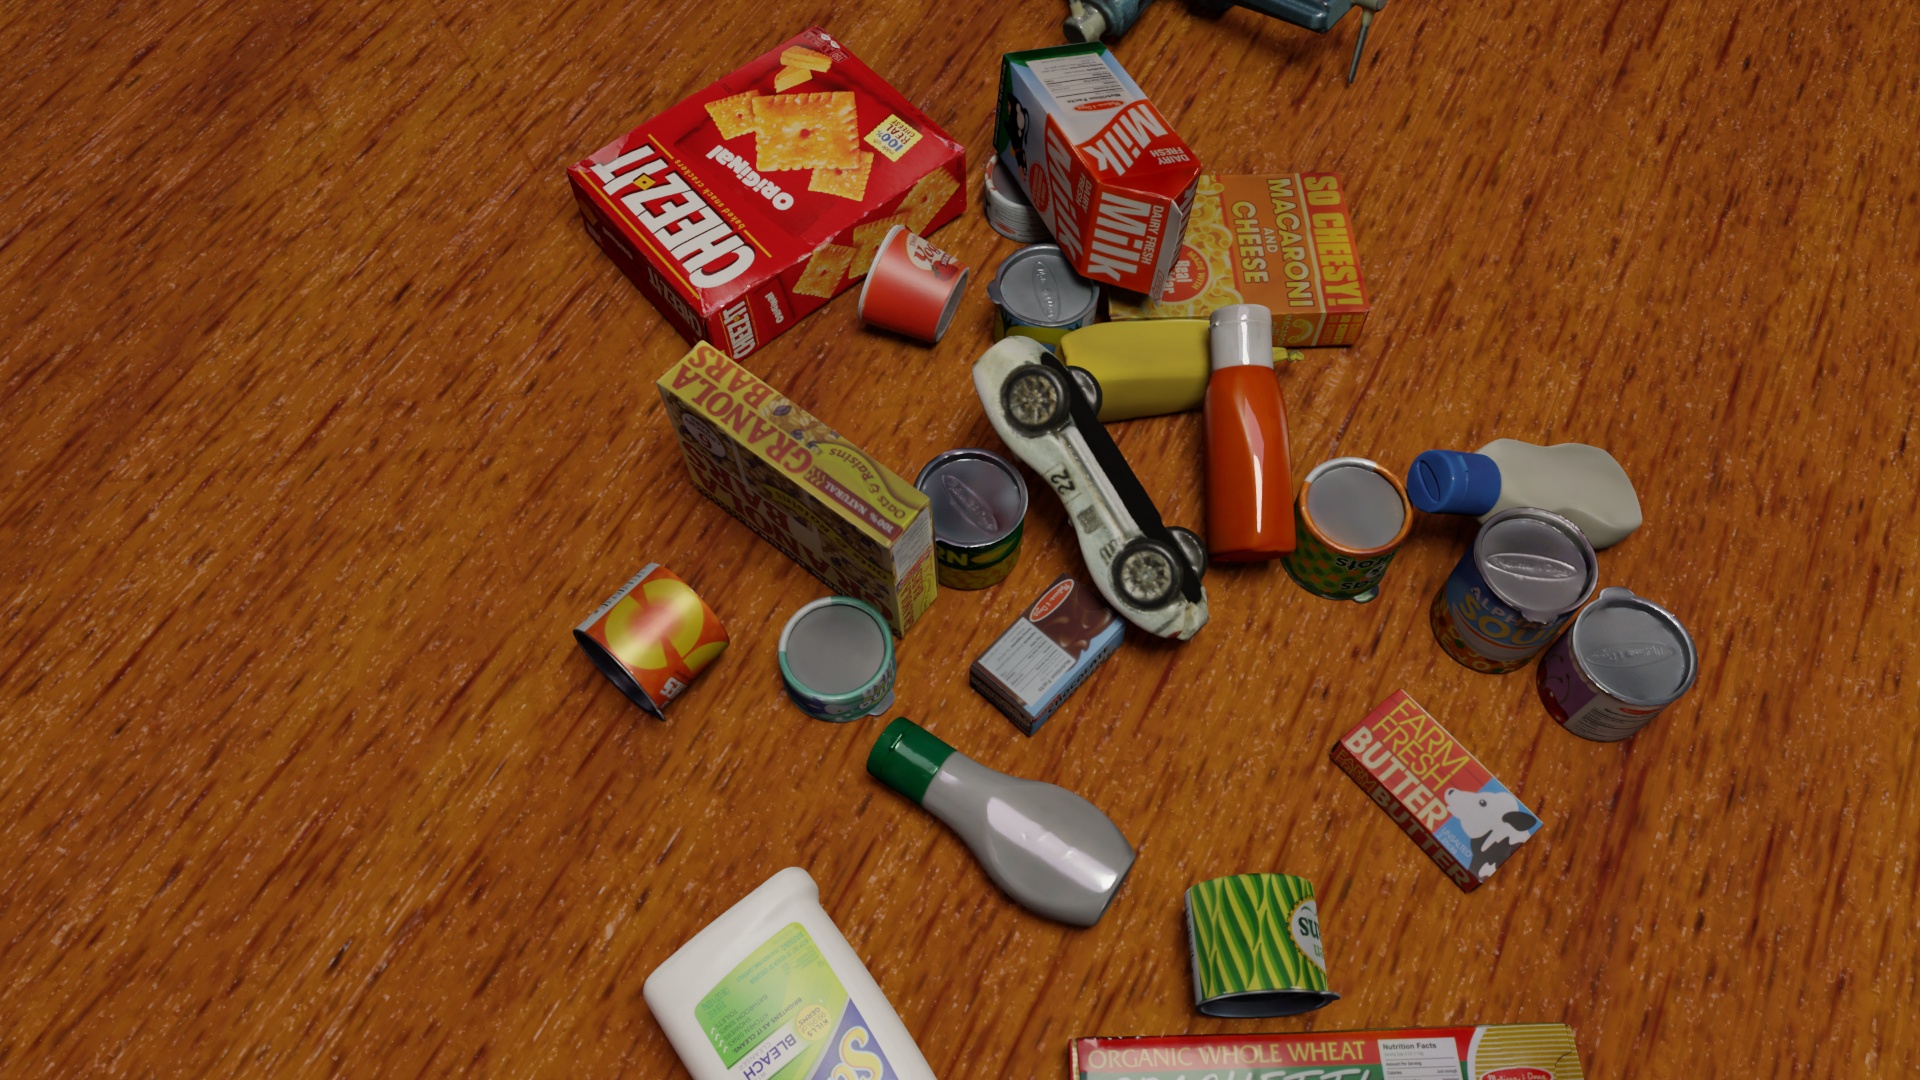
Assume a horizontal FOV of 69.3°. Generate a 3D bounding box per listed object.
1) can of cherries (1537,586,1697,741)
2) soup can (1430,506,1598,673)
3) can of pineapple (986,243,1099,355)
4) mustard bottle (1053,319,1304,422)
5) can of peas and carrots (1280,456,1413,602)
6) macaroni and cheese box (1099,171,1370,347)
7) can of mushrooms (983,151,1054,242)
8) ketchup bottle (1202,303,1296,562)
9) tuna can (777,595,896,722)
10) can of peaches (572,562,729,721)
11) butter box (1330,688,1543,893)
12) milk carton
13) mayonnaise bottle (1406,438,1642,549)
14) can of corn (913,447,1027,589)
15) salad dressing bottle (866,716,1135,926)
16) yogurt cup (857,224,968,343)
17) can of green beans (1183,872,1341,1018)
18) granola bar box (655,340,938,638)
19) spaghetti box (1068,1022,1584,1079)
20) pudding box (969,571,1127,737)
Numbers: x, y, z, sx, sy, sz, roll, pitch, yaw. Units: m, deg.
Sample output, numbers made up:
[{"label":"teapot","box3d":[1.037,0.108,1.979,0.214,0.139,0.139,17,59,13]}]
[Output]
[{"label":"can of cherries","box3d":[0.365,0.070,0.776,0.071,0.058,0.072,0,61,0]},{"label":"soup can","box3d":[0.309,0.032,0.782,0.071,0.083,0.071,0,61,0]},{"label":"can of pineapple","box3d":[0.052,-0.147,0.893,0.071,0.057,0.071,0,61,0]},{"label":"mustard bottle","box3d":[0.139,-0.110,0.874,0.160,0.065,0.049,-7,67,-11]},{"label":"can of peas and carrots","box3d":[0.227,-0.005,0.816,0.071,0.058,0.071,0,61,0]},{"label":"macaroni and cheese box","box3d":[0.176,-0.187,0.927,0.166,0.040,0.124,-1,60,-1]},{"label":"can of mushrooms","box3d":[0.050,-0.244,0.961,0.071,0.033,0.071,0,61,0]},{"label":"ketchup bottle","box3d":[0.167,-0.063,0.819,0.043,0.064,0.149,2,82,-18]},{"label":"tuna can","box3d":[-0.068,0.068,0.786,0.071,0.032,0.071,0,61,0]},{"label":"can of peaches","box3d":[-0.170,0.056,0.774,0.071,0.071,0.058,37,66,18]},{"label":"butter box","box3d":[0.258,0.135,0.758,0.053,0.024,0.104,-36,68,-19]},{"label":"milk carton","box3d":[0.091,-0.232,0.877,0.073,0.072,0.191,-13,51,-17]},{"label":"mayonnaise bottle","box3d":[0.327,-0.030,0.810,0.148,0.041,0.065,3,56,-26]},{"label":"can of corn","box3d":[0.003,-0.010,0.816,0.071,0.058,0.071,0,61,-1]},{"label":"salad dressing bottle","box3d":[0.019,0.146,0.739,0.148,0.043,0.064,30,67,16]},{"label":"yogurt cup","box3d":[-0.029,-0.163,0.899,0.054,0.072,0.073,24,63,3]},{"label":"can of green beans","box3d":[0.148,0.203,0.695,0.071,0.071,0.058,-1,61,-1]},{"label":"granola bar box","box3d":[-0.088,-0.027,0.786,0.166,0.123,0.039,35,69,17]},{"label":"spaghetti box","box3d":[0.177,0.267,0.681,0.250,0.028,0.050,-1,61,-1]},{"label":"pudding box","box3d":[0.050,0.064,0.791,0.050,0.030,0.084,38,67,20]}]
